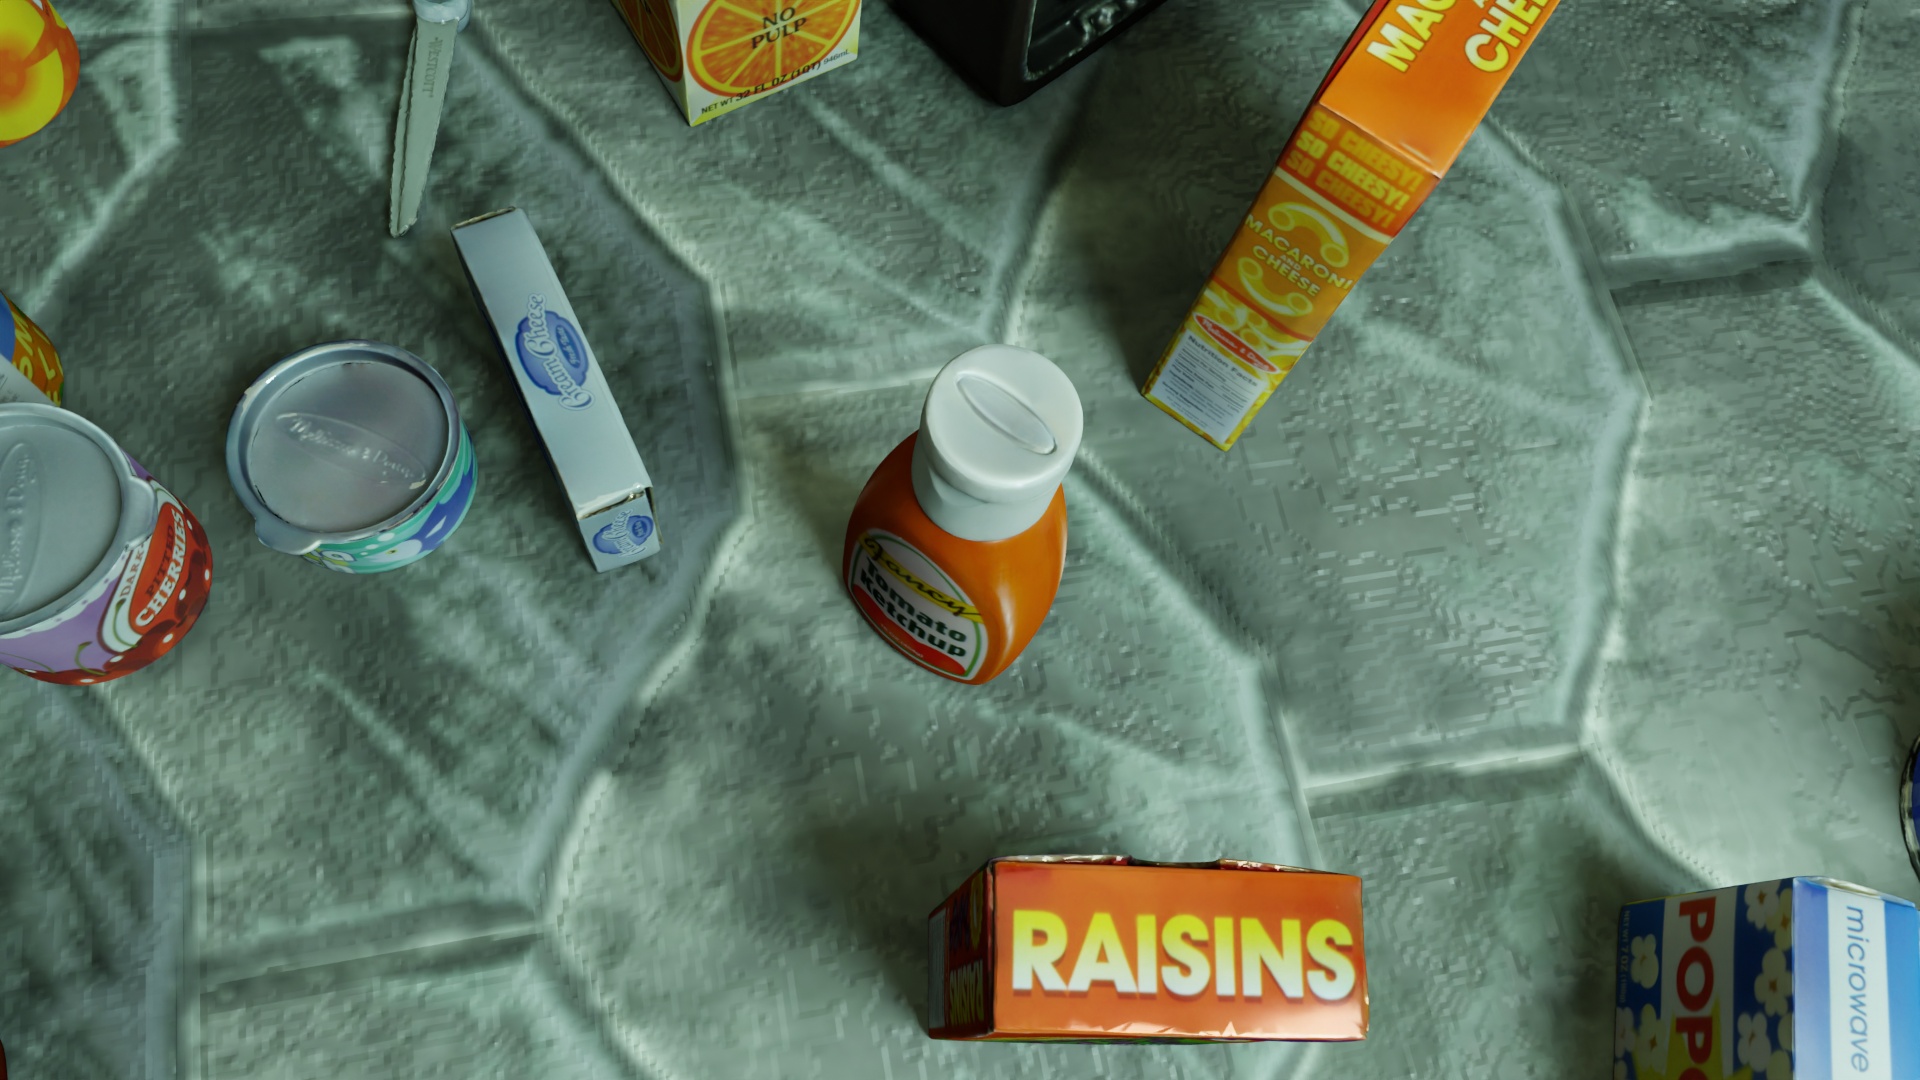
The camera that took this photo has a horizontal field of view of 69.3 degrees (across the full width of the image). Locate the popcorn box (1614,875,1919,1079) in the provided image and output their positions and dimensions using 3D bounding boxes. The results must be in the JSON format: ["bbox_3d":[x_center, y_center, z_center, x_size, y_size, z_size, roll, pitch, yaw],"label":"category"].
[{"bbox_3d":[0.219,0.161,0.381,0.038,0.085,0.127,14,69,-2],"label":"popcorn box"}]

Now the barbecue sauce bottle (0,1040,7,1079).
[{"bbox_3d":[-0.262,0.132,0.293,0.044,0.148,0.065,7,70,-5],"label":"barbecue sauce bottle"}]

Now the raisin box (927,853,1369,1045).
[{"bbox_3d":[0.040,0.108,0.356,0.086,0.123,0.040,4,70,-6],"label":"raisin box"}]

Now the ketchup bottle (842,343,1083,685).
[{"bbox_3d":[0.001,-0.005,0.379,0.065,0.148,0.044,38,70,7],"label":"ketchup bottle"}]

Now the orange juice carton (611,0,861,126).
[{"bbox_3d":[-0.074,-0.224,0.426,0.072,0.192,0.073,-28,76,-16],"label":"orange juice carton"}]

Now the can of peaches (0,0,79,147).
[{"bbox_3d":[-0.328,-0.169,0.444,0.071,0.058,0.071,2,70,-7],"label":"can of peaches"}]

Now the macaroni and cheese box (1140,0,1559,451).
[{"bbox_3d":[0.121,-0.113,0.426,0.040,0.166,0.124,35,70,6],"label":"macaroni and cheese box"}]

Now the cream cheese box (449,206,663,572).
[{"bbox_3d":[-0.123,-0.045,0.428,0.024,0.053,0.104,-24,75,-15],"label":"cream cheese box"}]

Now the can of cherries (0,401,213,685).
[{"bbox_3d":[-0.253,0.003,0.390,0.071,0.058,0.072,2,70,-7],"label":"can of cherries"}]

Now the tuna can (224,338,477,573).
[{"bbox_3d":[-0.184,-0.023,0.423,0.071,0.032,0.071,3,70,-7],"label":"tuna can"}]

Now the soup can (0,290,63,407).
[{"bbox_3d":[-0.309,-0.060,0.392,0.071,0.083,0.071,2,70,-7],"label":"soup can"}]
